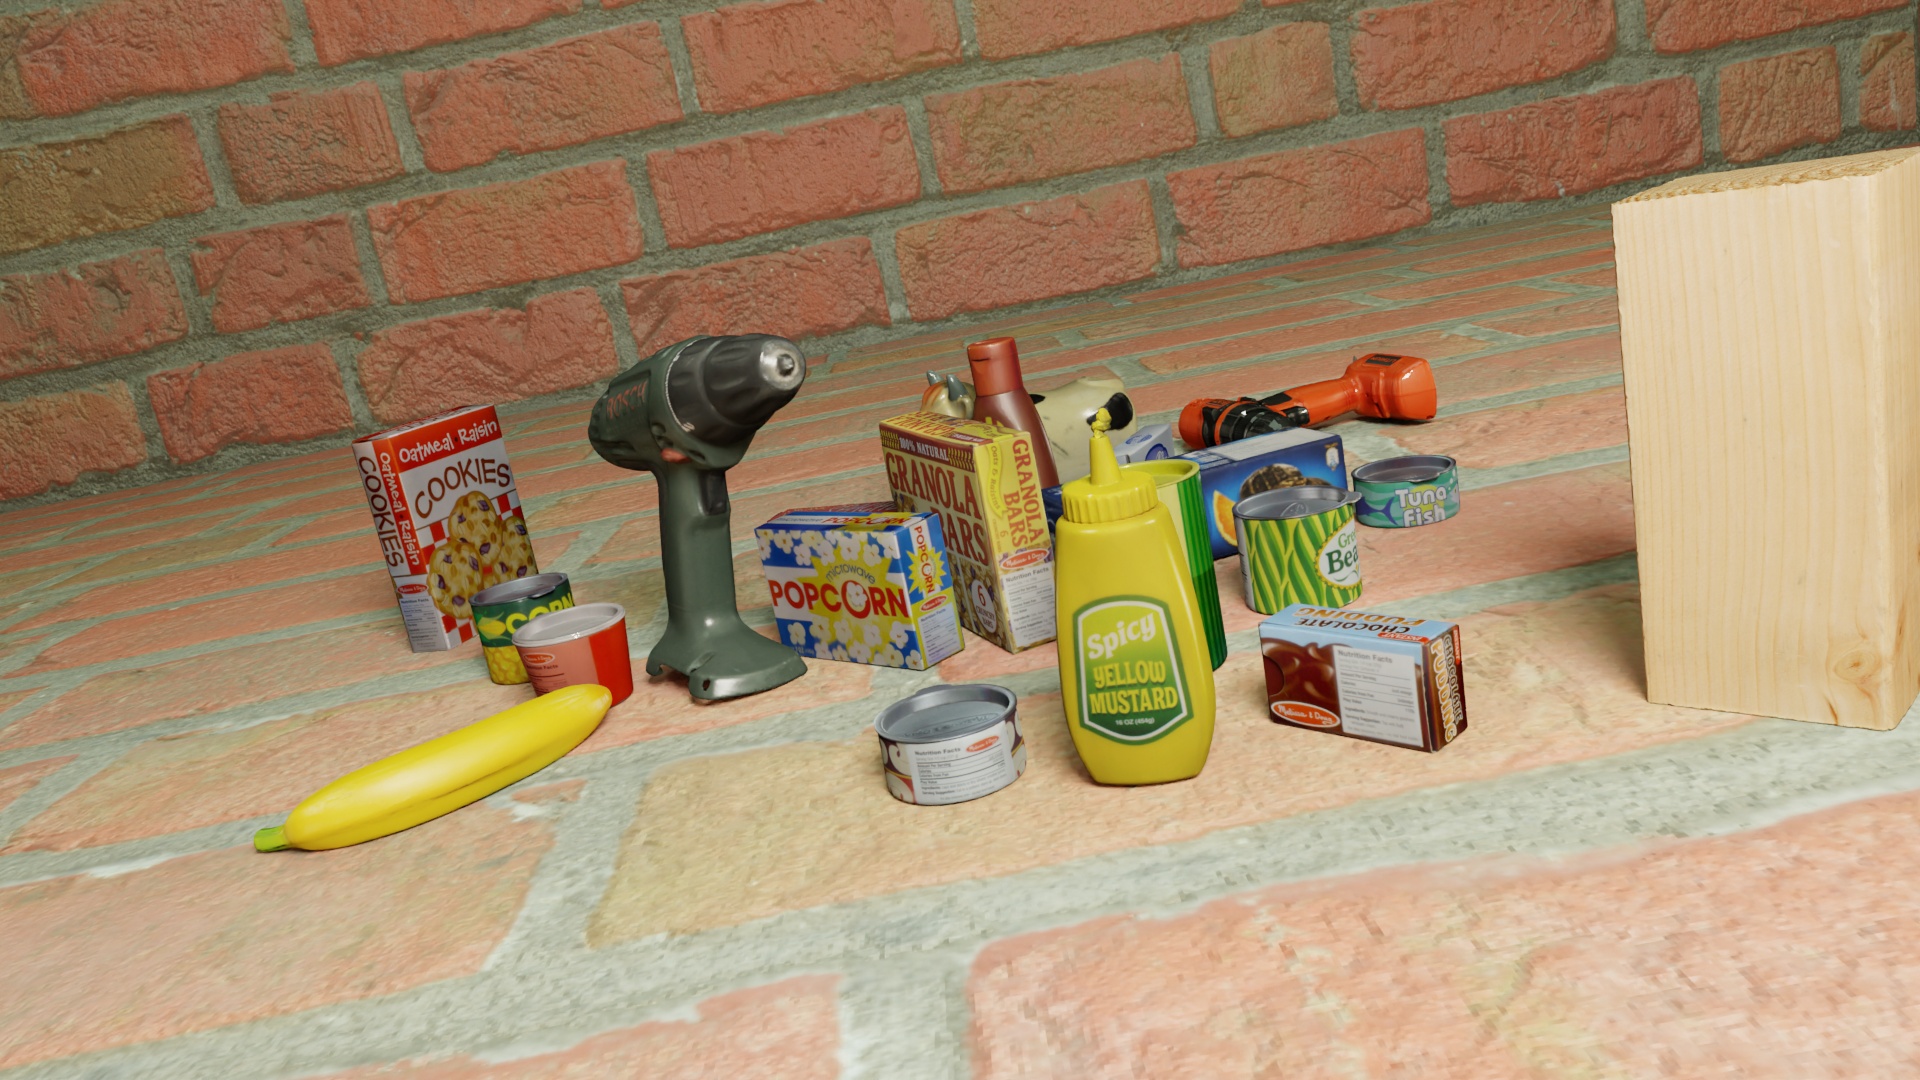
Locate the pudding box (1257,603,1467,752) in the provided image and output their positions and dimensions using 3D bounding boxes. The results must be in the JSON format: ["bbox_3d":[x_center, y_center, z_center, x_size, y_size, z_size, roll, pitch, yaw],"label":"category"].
[{"bbox_3d":[0.173,0.058,0.601,0.030,0.049,0.083,-22,17,-38],"label":"pudding box"}]

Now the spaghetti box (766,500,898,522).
[{"bbox_3d":[-0.030,-0.003,1.002,0.250,0.050,0.029,-3,15,29],"label":"spaghetti box"}]

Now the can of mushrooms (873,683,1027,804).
[{"bbox_3d":[-0.004,0.092,0.636,0.071,0.033,0.071,-10,14,3],"label":"can of mushrooms"}]

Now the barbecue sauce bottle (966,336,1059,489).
[{"bbox_3d":[0.036,-0.076,1.036,0.065,0.148,0.044,-1,16,36],"label":"barbecue sauce bottle"}]

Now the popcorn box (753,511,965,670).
[{"bbox_3d":[-0.062,0.028,0.831,0.126,0.085,0.038,2,18,42],"label":"popcorn box"}]

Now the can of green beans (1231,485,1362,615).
[{"bbox_3d":[0.190,0.005,0.781,0.071,0.057,0.071,-10,14,3],"label":"can of green beans"}]

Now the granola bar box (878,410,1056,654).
[{"bbox_3d":[0.003,-0.011,0.851,0.039,0.124,0.165,-16,14,-19],"label":"granola bar box"}]

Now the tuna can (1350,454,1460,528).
[{"bbox_3d":[0.291,-0.032,0.903,0.071,0.032,0.071,-10,14,3],"label":"tuna can"}]

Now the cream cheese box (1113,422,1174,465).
[{"bbox_3d":[0.139,-0.052,1.059,0.024,0.053,0.104,-4,15,28],"label":"cream cheese box"}]

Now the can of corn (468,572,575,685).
[{"bbox_3d":[-0.290,0.059,0.939,0.071,0.058,0.071,-10,14,3],"label":"can of corn"}]

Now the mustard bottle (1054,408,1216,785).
[{"bbox_3d":[0.068,0.023,0.588,0.065,0.159,0.049,-8,14,12],"label":"mustard bottle"}]

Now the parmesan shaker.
[{"bbox_3d":[0.095,0.016,0.716,0.071,0.102,0.071,-11,13,3],"label":"parmesan shaker"}]

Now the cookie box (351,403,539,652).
[{"bbox_3d":[-0.396,-0.013,1.083,0.040,0.167,0.123,-6,14,21],"label":"cookie box"}]

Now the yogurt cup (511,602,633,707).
[{"bbox_3d":[-0.232,0.074,0.844,0.072,0.053,0.072,-10,14,3],"label":"yogurt cup"}]
